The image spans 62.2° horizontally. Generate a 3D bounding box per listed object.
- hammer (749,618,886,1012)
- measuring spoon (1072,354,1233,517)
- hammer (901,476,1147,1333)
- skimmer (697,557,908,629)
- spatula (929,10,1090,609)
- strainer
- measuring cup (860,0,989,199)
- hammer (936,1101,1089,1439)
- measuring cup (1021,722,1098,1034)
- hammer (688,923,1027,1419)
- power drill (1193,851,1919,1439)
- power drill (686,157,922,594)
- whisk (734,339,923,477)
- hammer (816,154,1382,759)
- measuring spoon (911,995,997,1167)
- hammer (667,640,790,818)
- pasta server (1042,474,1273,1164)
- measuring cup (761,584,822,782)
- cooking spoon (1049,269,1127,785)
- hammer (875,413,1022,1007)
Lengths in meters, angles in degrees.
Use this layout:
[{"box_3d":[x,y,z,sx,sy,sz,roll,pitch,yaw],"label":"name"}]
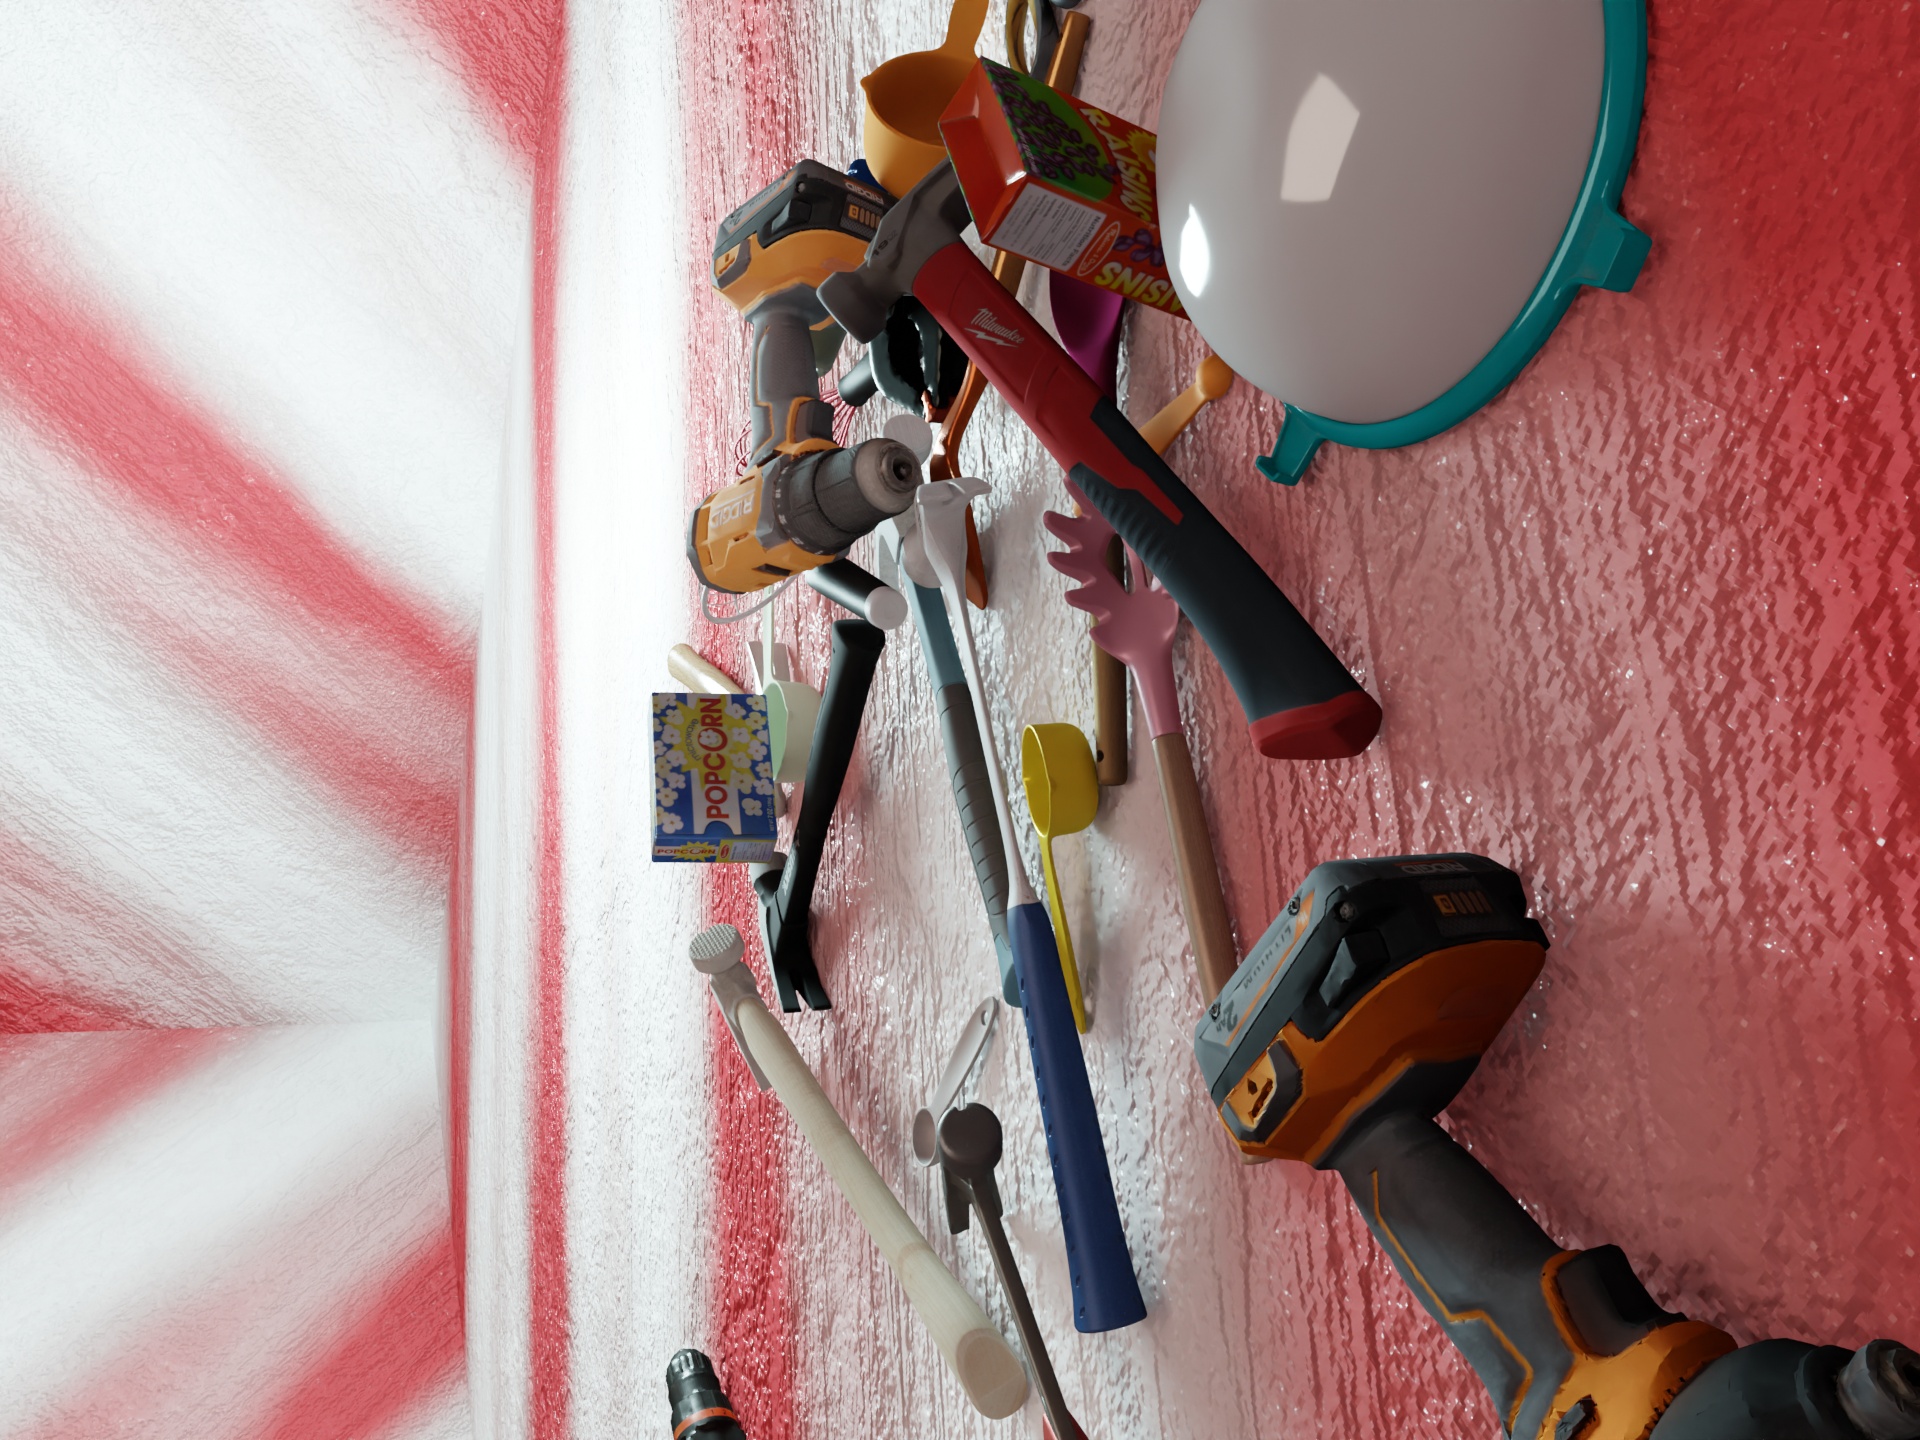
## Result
[{"box_3d":[-0.095,0.061,1.074,0.334,0.035,0.146,109,152,-44],"label":"hammer"},{"box_3d":[0.085,-0.129,0.736,0.117,0.011,0.021,-42,54,44],"label":"measuring spoon"},{"box_3d":[0.028,0.077,0.754,0.144,0.035,0.406,109,150,-77],"label":"hammer"},{"box_3d":[-0.088,-0.085,1.015,0.127,0.090,0.364,-44,27,-6],"label":"skimmer"},{"box_3d":[0.027,-0.223,0.888,0.081,0.041,0.322,-130,52,-58],"label":"spatula"},{"box_3d":[0.126,-0.270,0.582,0.211,0.095,0.340,152,116,-63],"label":"strainer"},{"box_3d":[-0.006,-0.365,0.927,0.052,0.095,0.174,102,179,-54],"label":"measuring cup"},{"box_3d":[0.058,0.356,0.709,0.149,0.036,0.359,85,165,-54],"label":"hammer"},{"box_3d":[0.058,0.077,0.789,0.062,0.029,0.156,-174,74,-80],"label":"measuring cup"},{"box_3d":[-0.068,0.281,0.992,0.411,0.038,0.146,40,154,54],"label":"hammer"},{"box_3d":[0.168,0.148,0.467,0.164,0.084,0.227,-65,37,40],"label":"power drill"},{"box_3d":[-0.081,-0.194,0.896,0.185,0.084,0.226,-11,70,51],"label":"power drill"},{"box_3d":[-0.083,-0.219,1.093,0.296,0.073,0.073,-26,63,56],"label":"whisk"},{"box_3d":[0.069,-0.134,0.698,0.143,0.038,0.387,-41,53,10],"label":"hammer"},{"box_3d":[0.002,0.207,0.913,0.124,0.018,0.034,-67,31,25],"label":"measuring spoon"},{"box_3d":[-0.202,-0.023,1.363,0.331,0.031,0.130,-150,65,-63],"label":"hammer"},{"box_3d":[0.093,0.031,0.693,0.060,0.040,0.316,-20,66,26],"label":"pasta server"},{"box_3d":[-0.127,-0.033,1.192,0.083,0.038,0.168,139,131,-58],"label":"measuring cup"},{"box_3d":[0.070,-0.127,0.782,0.069,0.017,0.319,-12,76,55],"label":"cooking spoon"},{"box_3d":[-0.001,-0.003,0.885,0.128,0.033,0.331,102,156,-61],"label":"hammer"}]
